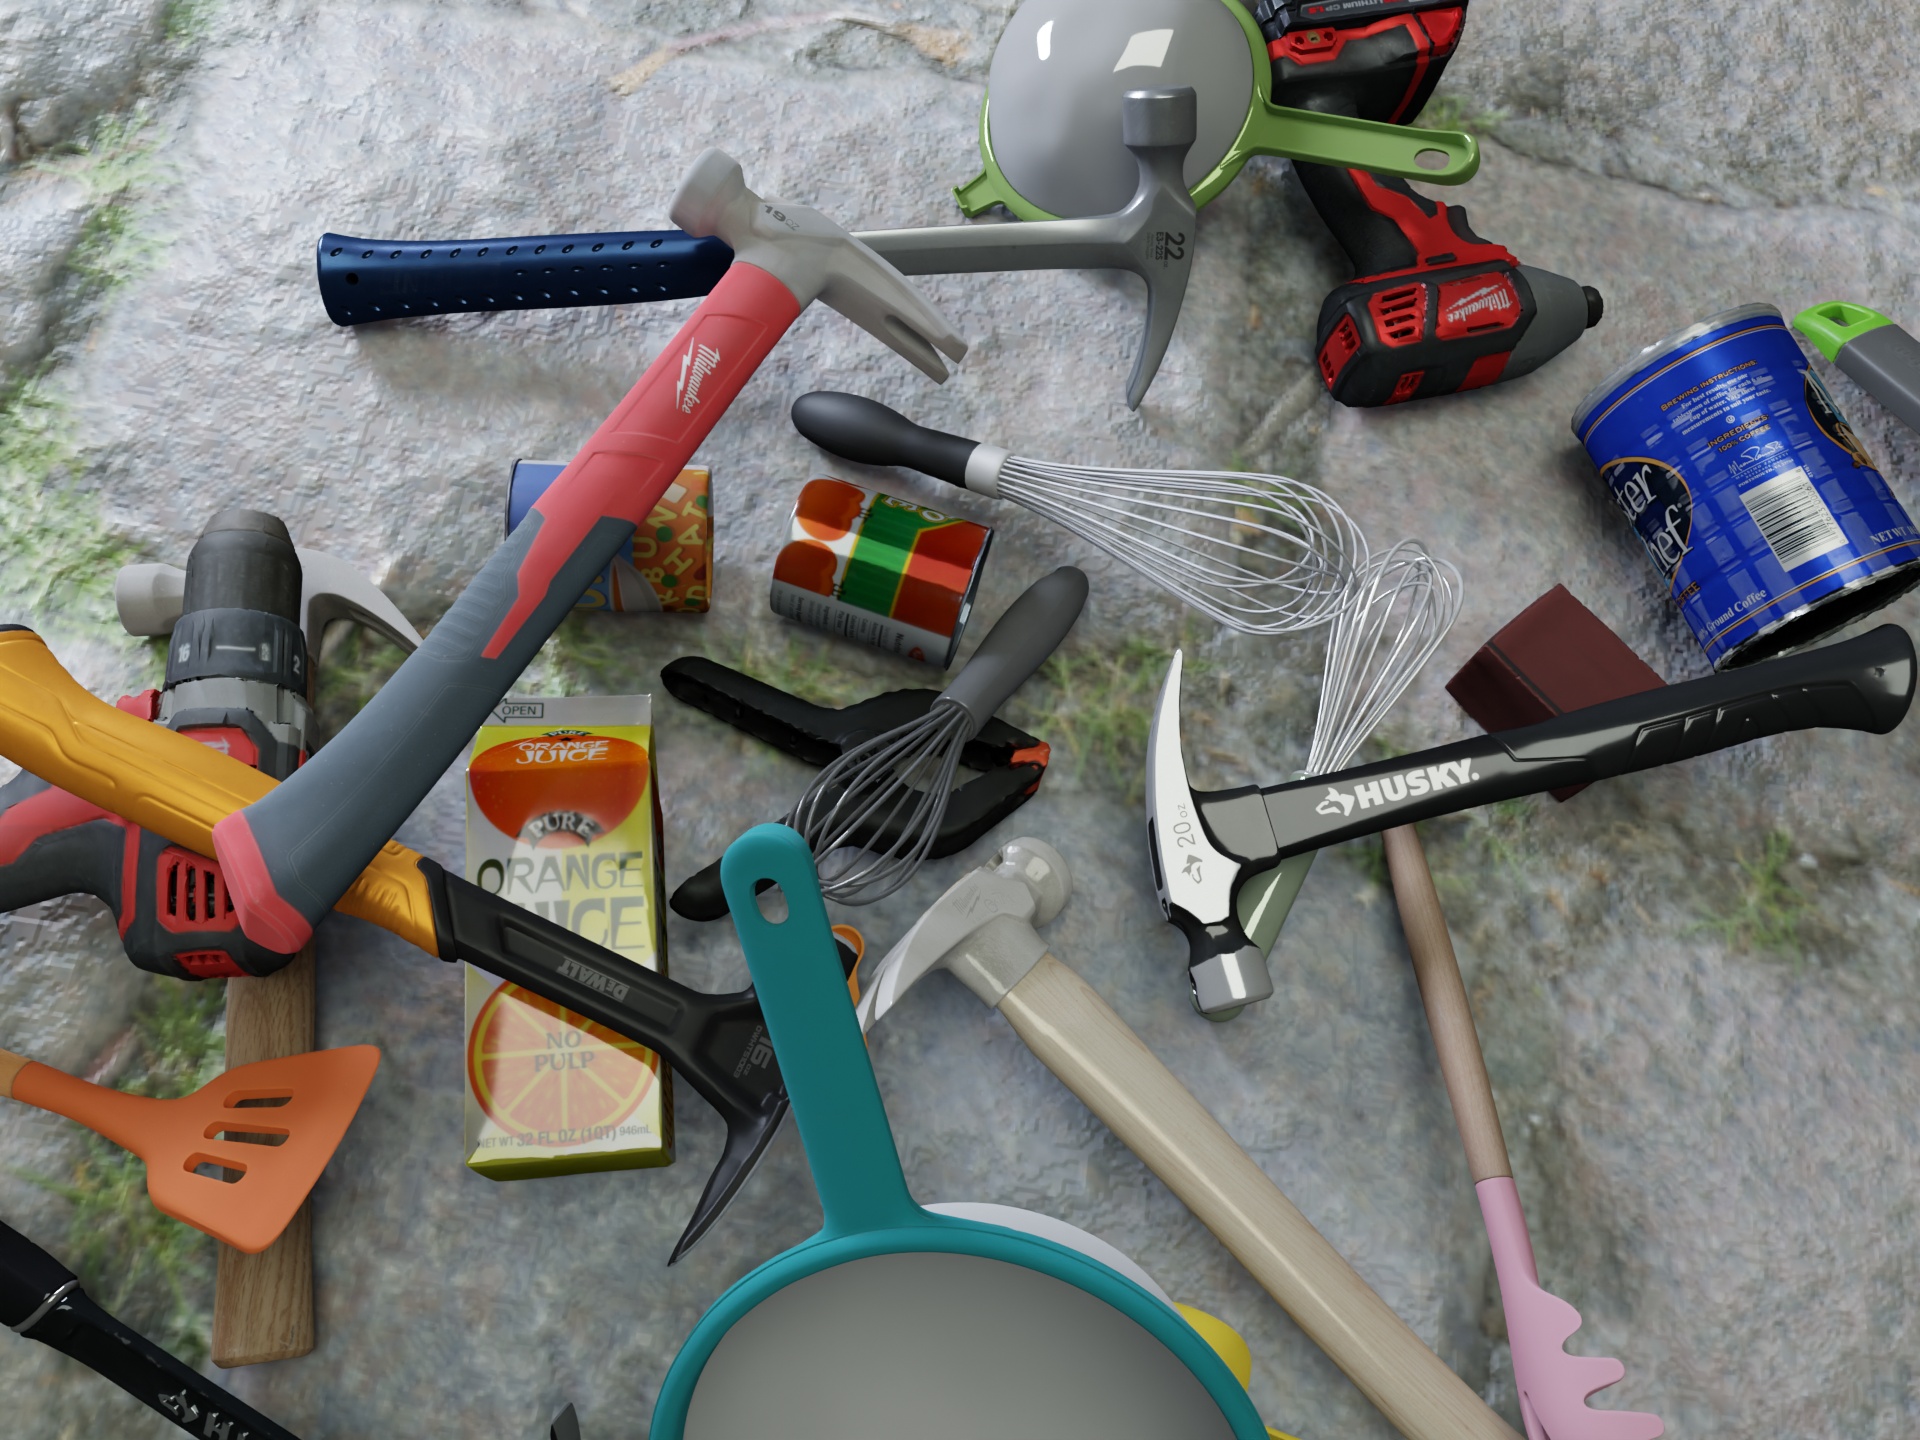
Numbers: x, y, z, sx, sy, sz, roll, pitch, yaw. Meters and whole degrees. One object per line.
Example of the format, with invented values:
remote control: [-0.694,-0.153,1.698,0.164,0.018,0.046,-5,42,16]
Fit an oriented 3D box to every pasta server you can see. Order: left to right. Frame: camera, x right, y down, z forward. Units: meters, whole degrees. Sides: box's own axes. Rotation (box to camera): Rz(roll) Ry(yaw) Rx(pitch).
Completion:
pasta server: [0.213,0.156,0.633,0.040,0.060,0.317,-6,57,0]

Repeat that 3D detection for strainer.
strainer: [-0.011,0.188,0.542,0.211,0.095,0.340,-14,99,13]
strainer: [0.117,-0.298,0.752,0.256,0.069,0.151,20,85,24]

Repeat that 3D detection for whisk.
whisk: [-0.001,-0.003,0.658,0.055,0.055,0.239,33,46,7]
whisk: [0.041,-0.100,0.699,0.285,0.070,0.070,21,67,24]
whisk: [0.161,0.023,0.704,0.058,0.059,0.246,14,67,40]

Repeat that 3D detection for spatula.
spatula: [-0.371,0.122,0.590,0.322,0.041,0.081,14,51,9]

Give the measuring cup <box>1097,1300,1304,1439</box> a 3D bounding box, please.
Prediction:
measuring cup: [0.126,0.262,0.608,0.156,0.062,0.029,26,58,-7]

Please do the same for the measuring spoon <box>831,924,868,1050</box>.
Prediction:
measuring spoon: [-0.047,0.142,0.654,0.021,0.011,0.117,-2,73,-7]

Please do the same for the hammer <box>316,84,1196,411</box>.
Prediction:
hammer: [-0.093,-0.210,0.746,0.405,0.035,0.144,-3,113,1]

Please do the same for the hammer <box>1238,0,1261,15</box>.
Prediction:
hammer: [0.072,-0.527,0.909,0.359,0.036,0.149,43,71,10]

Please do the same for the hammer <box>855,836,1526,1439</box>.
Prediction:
hammer: [0.131,0.218,0.596,0.411,0.038,0.146,45,31,7]

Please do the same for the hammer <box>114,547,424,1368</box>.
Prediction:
hammer: [-0.274,0.082,0.641,0.130,0.031,0.331,-5,70,-7]

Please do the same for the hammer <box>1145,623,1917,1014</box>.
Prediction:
hammer: [0.239,0.011,0.666,0.334,0.035,0.146,-14,76,-4]

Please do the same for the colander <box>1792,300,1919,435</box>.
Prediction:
colander: [0.535,-0.055,0.757,0.204,0.094,0.398,-21,55,-13]

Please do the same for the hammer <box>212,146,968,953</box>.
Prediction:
hammer: [-0.132,-0.067,0.611,0.143,0.038,0.386,34,57,-9]

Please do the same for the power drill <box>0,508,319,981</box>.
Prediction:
power drill: [-0.361,0.009,0.605,0.226,0.080,0.188,-2,70,-9]

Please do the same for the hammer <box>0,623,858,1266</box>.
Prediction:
hammer: [-0.210,0.063,0.560,0.337,0.034,0.127,27,63,-3]

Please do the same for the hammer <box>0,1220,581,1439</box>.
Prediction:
hammer: [-0.306,0.212,0.557,0.409,0.036,0.149,27,112,11]

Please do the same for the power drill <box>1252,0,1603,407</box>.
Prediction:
power drill: [0.229,-0.267,0.805,0.143,0.078,0.220,-12,73,-10]
